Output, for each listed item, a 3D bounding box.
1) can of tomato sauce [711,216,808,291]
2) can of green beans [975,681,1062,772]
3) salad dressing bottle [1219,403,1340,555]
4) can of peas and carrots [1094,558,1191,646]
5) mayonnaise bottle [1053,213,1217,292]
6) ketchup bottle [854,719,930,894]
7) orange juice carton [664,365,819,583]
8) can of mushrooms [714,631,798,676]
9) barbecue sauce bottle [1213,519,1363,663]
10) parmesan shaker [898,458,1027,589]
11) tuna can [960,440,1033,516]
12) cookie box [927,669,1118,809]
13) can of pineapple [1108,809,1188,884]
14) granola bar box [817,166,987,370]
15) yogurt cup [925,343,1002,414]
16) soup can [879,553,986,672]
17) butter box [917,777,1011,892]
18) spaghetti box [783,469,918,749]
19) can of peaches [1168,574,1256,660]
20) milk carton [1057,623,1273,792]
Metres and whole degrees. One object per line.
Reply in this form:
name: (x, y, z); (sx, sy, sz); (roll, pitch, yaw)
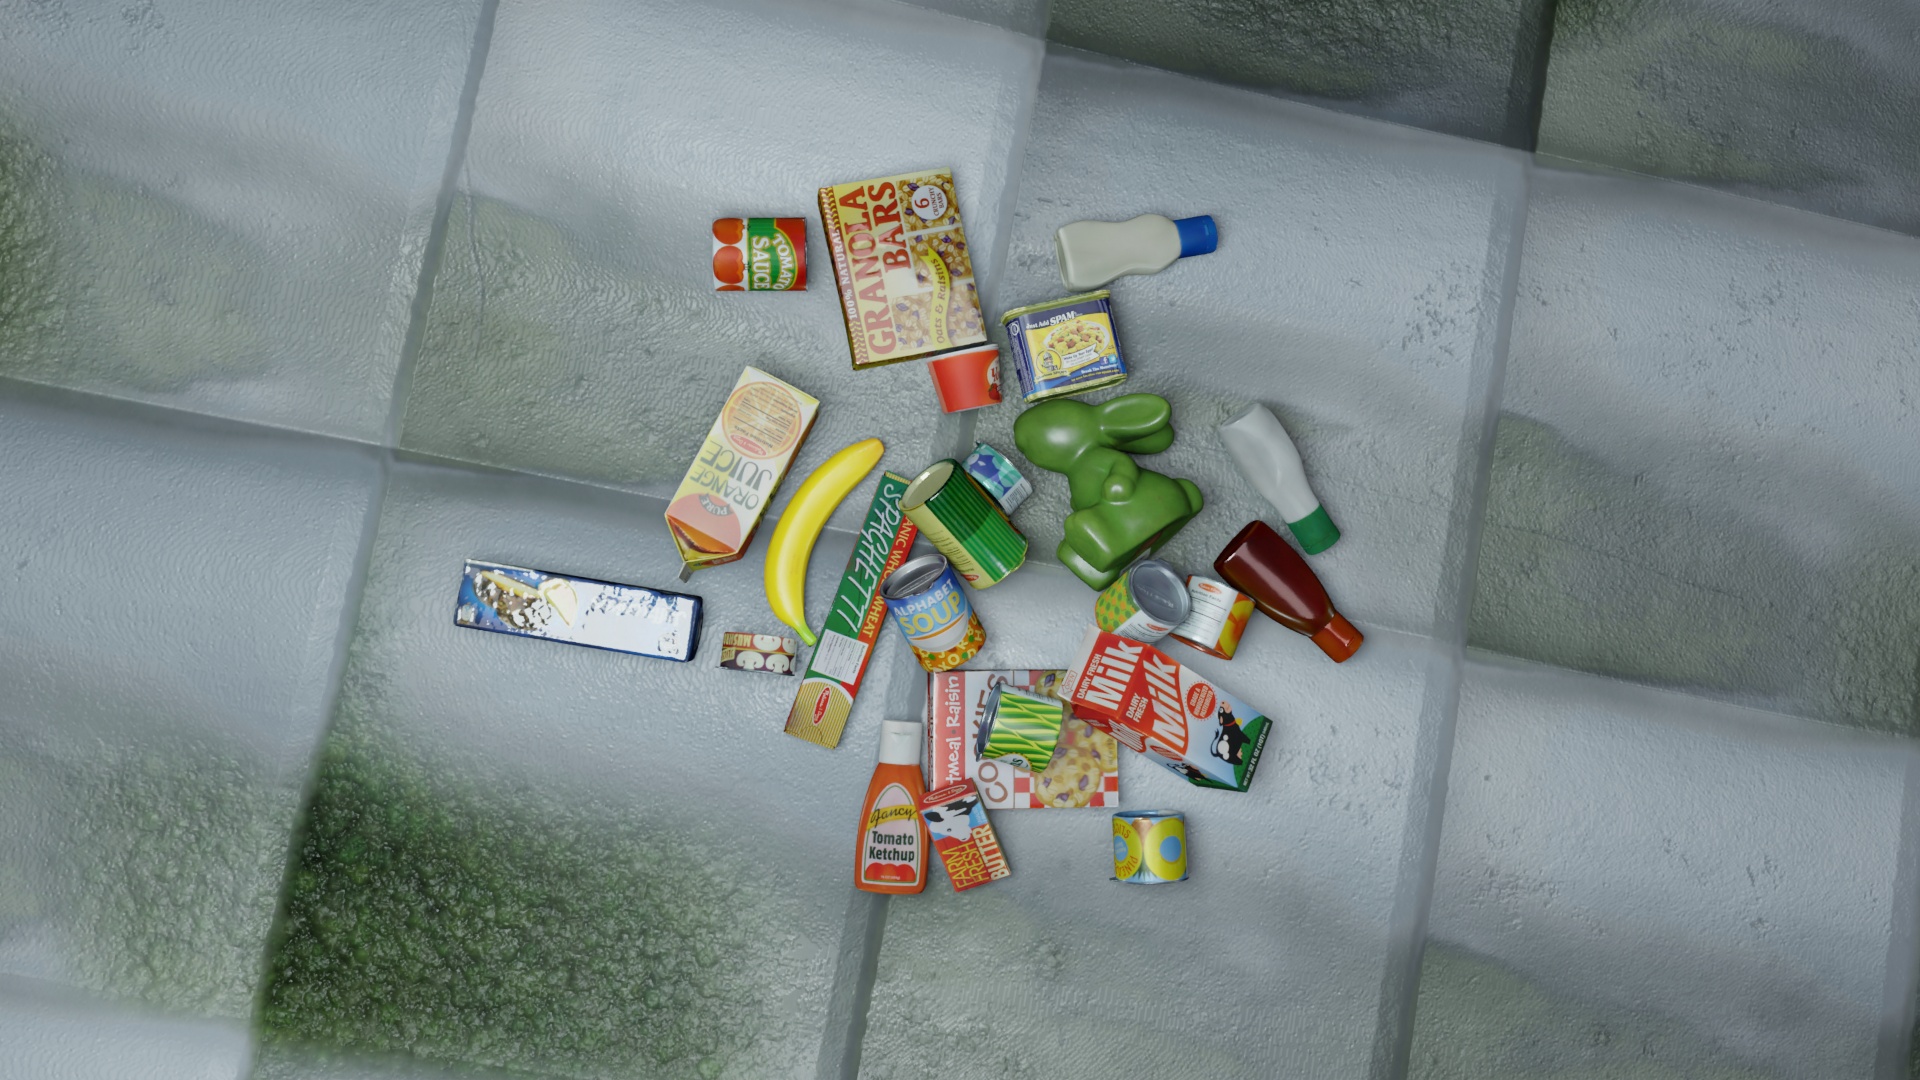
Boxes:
can of tomato sauce: (-0.179, -0.255, 1.243); (0.083, 0.071, 0.071); (-1, 85, -6)
can of green beans: (0.050, 0.161, 1.193); (0.058, 0.071, 0.071); (17, 83, -6)
salad dressing bottle: (0.298, -0.056, 1.288); (0.044, 0.064, 0.147); (-38, 99, -24)
can of peas and carrots: (0.162, 0.058, 1.241); (0.071, 0.058, 0.071); (18, 51, -23)
mayonnaise bottle: (0.165, -0.275, 1.301); (0.148, 0.041, 0.064); (-11, 88, -9)
ketchup bottle: (-0.057, 0.234, 1.227); (0.065, 0.043, 0.149); (4, 84, 1)
orange juice carton: (-0.200, -0.050, 1.221); (0.073, 0.071, 0.193); (28, 82, -3)
can of mushrooms: (-0.178, 0.099, 1.212); (0.071, 0.071, 0.033); (7, 84, -6)
barbecue sauce bottle: (0.308, 0.051, 1.286); (0.148, 0.043, 0.065); (43, 81, -2)
parmesan shaker: (0.004, -0.015, 1.225); (0.071, 0.071, 0.103); (-46, 114, -8)
tuna can: (0.029, -0.056, 1.252); (0.071, 0.071, 0.033); (44, 83, -1)
cookie box: (0.055, 0.177, 1.247); (0.168, 0.040, 0.123); (1, 85, -8)
can of pineapple: (0.167, 0.273, 1.237); (0.071, 0.071, 0.058); (-2, 85, -7)
granola bar box: (-0.054, -0.248, 1.273); (0.124, 0.039, 0.165); (-12, 87, -8)
yogurt cup: (0.006, -0.145, 1.259); (0.072, 0.072, 0.054); (-12, 95, -7)
soup can: (-0.023, 0.065, 1.218); (0.071, 0.071, 0.083); (-31, 113, -8)
butter box: (0.004, 0.258, 1.213); (0.053, 0.024, 0.103); (-19, 119, 3)
spaghetti box: (-0.090, 0.061, 1.245); (0.050, 0.028, 0.250); (21, 83, -4)
can of peaches: (0.228, 0.071, 1.265); (0.071, 0.071, 0.058); (25, 83, -4)
milk carton: (0.172, 0.147, 1.216); (0.190, 0.073, 0.072); (32, 71, -20)
